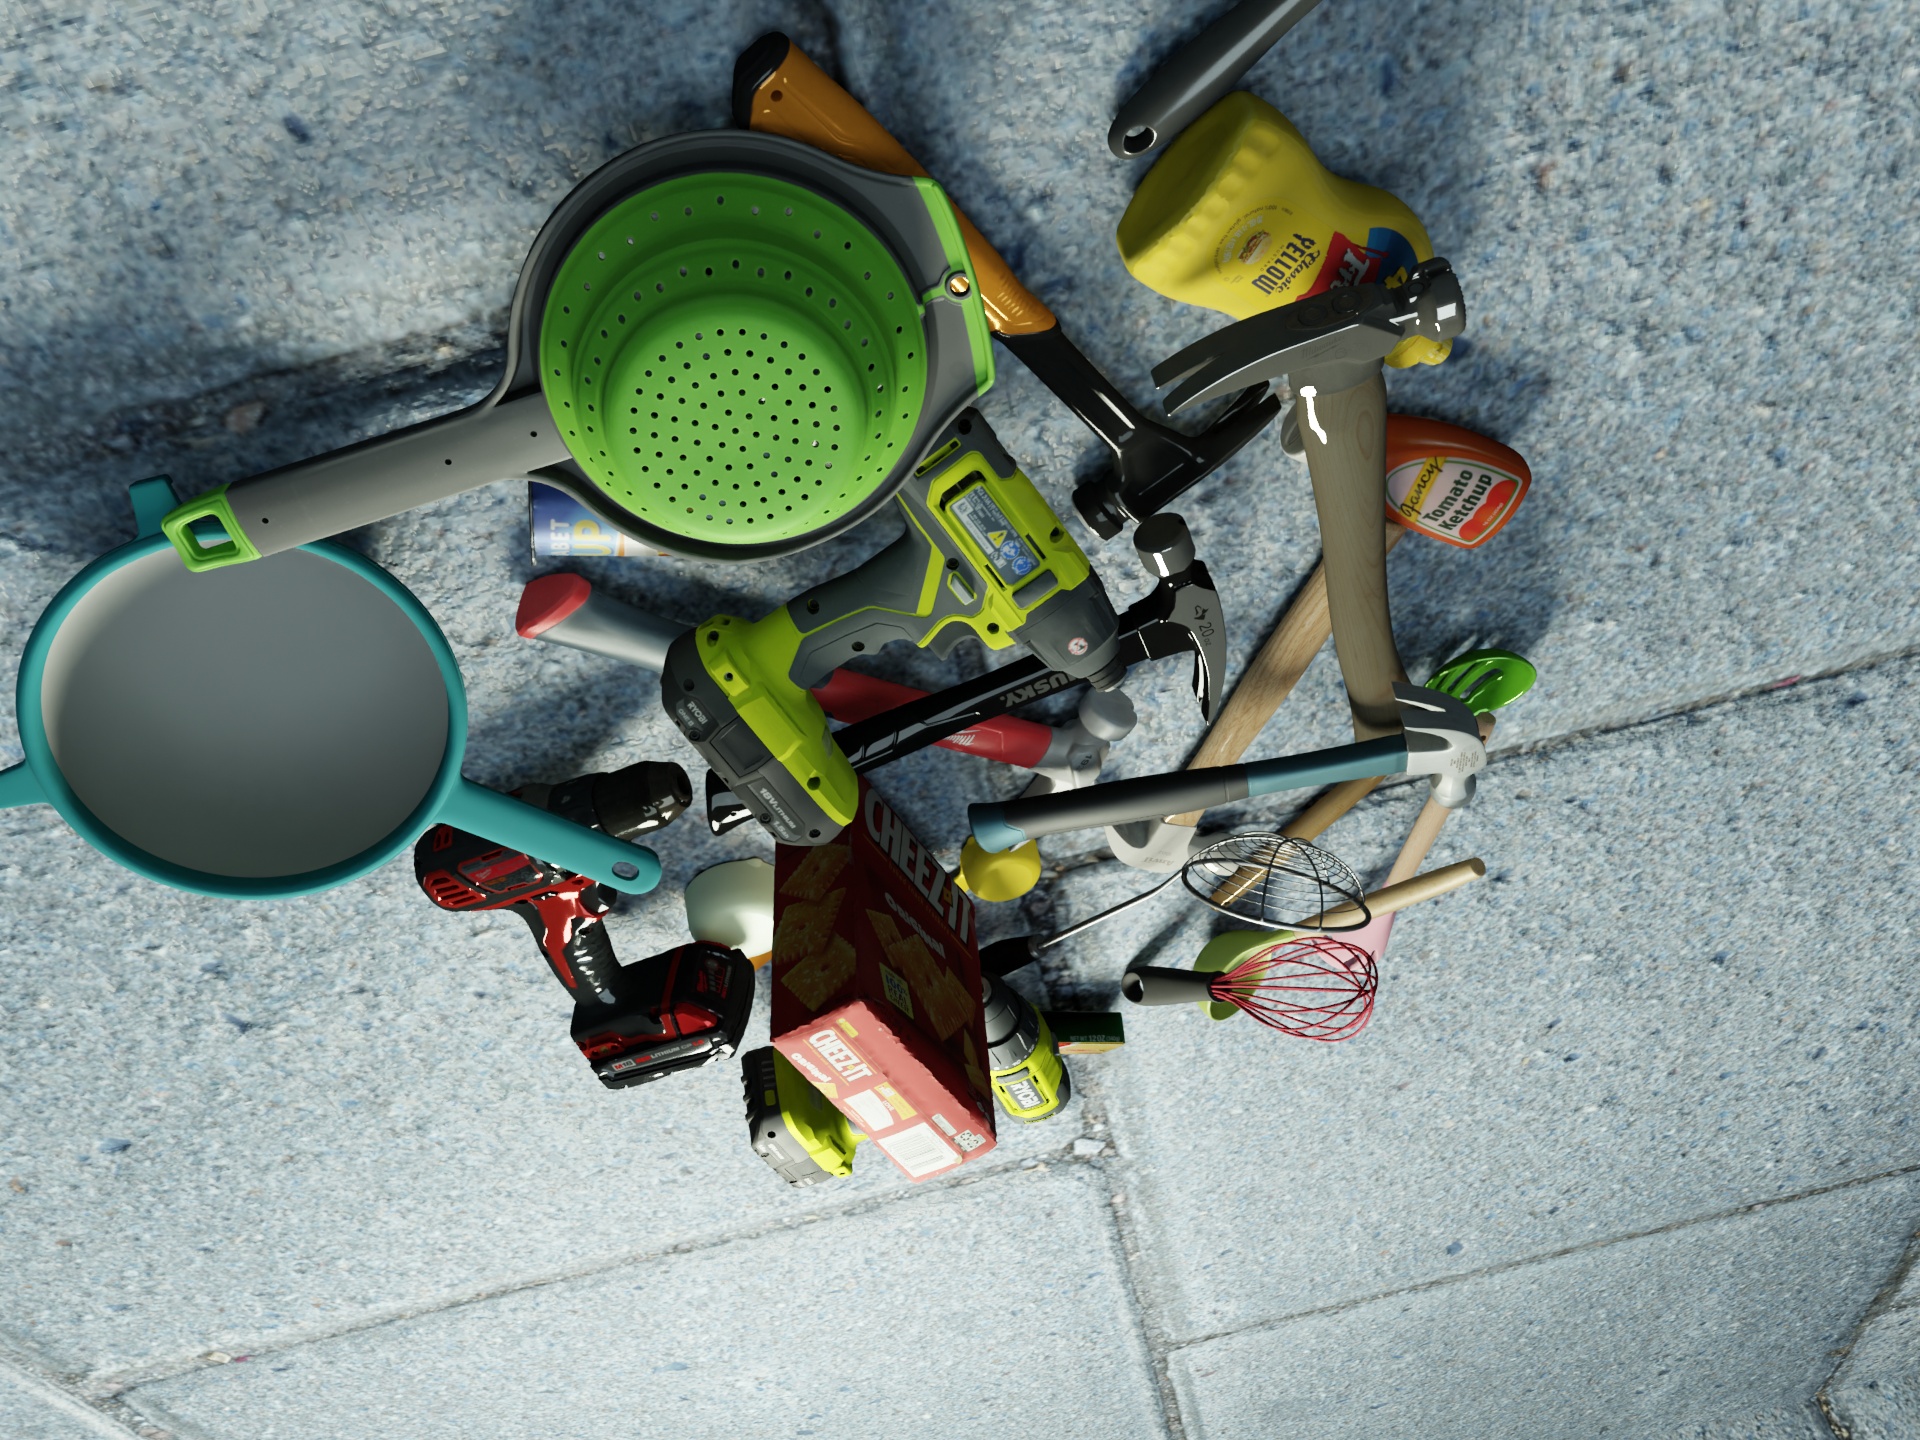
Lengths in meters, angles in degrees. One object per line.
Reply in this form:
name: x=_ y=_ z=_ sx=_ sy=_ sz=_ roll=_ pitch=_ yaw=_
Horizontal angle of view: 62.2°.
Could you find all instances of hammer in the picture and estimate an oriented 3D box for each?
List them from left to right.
hammer: x=-0.085 y=-0.007 z=0.978 sx=0.386 sy=0.038 sz=0.143 roll=15 pitch=133 yaw=-27
hammer: x=-0.002 y=-0.003 z=0.946 sx=0.335 sy=0.035 sz=0.146 roll=-22 pitch=134 yaw=9
hammer: x=0.023 y=-0.214 z=0.784 sx=0.127 sy=0.034 sz=0.336 roll=-35 pitch=133 yaw=24
hammer: x=0.170 y=0.042 z=1.022 sx=0.331 sy=0.033 sz=0.128 roll=-10 pitch=147 yaw=5
hammer: x=0.190 y=-0.011 z=1.045 sx=0.130 sy=0.031 sz=0.331 roll=8 pitch=134 yaw=-21
hammer: x=0.217 y=-0.082 z=0.907 sx=0.146 sy=0.038 sz=0.410 roll=-18 pitch=145 yaw=8

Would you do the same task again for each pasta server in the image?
pasta server: x=0.330 y=0.097 z=1.179 sx=0.060 sy=0.040 sz=0.316 roll=-2 pitch=139 yaw=-11

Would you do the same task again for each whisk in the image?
whisk: x=0.200 y=0.195 z=1.158 sx=0.073 sy=0.073 sz=0.296 roll=12 pitch=167 yaw=-25
whisk: x=0.154 y=-0.327 z=0.686 sx=0.239 sy=0.055 sz=0.055 roll=-36 pitch=133 yaw=30

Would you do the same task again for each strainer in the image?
strainer: x=-0.320 y=0.008 z=0.872 sx=0.340 sy=0.095 sz=0.211 roll=26 pitch=105 yaw=-27

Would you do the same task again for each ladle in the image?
ladle: x=0.268 y=0.157 z=1.147 sx=0.078 sy=0.062 sz=0.320 roll=-29 pitch=175 yaw=-33

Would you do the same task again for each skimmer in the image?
skimmer: x=0.115 y=0.168 z=1.142 sx=0.363 sy=0.090 sz=0.127 roll=-29 pitch=171 yaw=32

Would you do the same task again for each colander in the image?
colander: x=-0.177 y=-0.122 z=0.709 sx=0.397 sy=0.095 sz=0.204 roll=-17 pitch=123 yaw=4

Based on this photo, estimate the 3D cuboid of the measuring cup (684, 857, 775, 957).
measuring cup: x=-0.113 y=0.144 z=1.132 sx=0.167 sy=0.038 sz=0.083 roll=11 pitch=133 yaw=-23

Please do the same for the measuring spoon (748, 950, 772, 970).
measuring spoon: x=-0.159 y=0.186 z=1.188 sx=0.117 sy=0.011 sz=0.021 roll=-34 pitch=134 yaw=22

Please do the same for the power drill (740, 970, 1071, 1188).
power drill: x=-0.042 y=0.262 z=1.181 sx=0.228 sy=0.080 sz=0.190 roll=-18 pitch=143 yaw=6

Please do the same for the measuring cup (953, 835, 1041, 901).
measuring cup: x=-0.005 y=0.135 z=1.147 sx=0.156 sy=0.029 sz=0.062 roll=-42 pitch=131 yaw=20

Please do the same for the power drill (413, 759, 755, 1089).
power drill: x=-0.218 y=0.126 z=1.032 sx=0.188 sy=0.080 sz=0.226 roll=-20 pitch=123 yaw=17

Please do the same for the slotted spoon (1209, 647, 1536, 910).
slotted spoon: x=0.280 y=0.047 z=1.132 sx=0.070 sy=0.031 sz=0.313 roll=19 pitch=131 yaw=-30

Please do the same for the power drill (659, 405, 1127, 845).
power drill: x=-0.033 y=-0.038 z=0.859 sx=0.223 sy=0.080 sz=0.171 roll=-35 pitch=106 yaw=12
